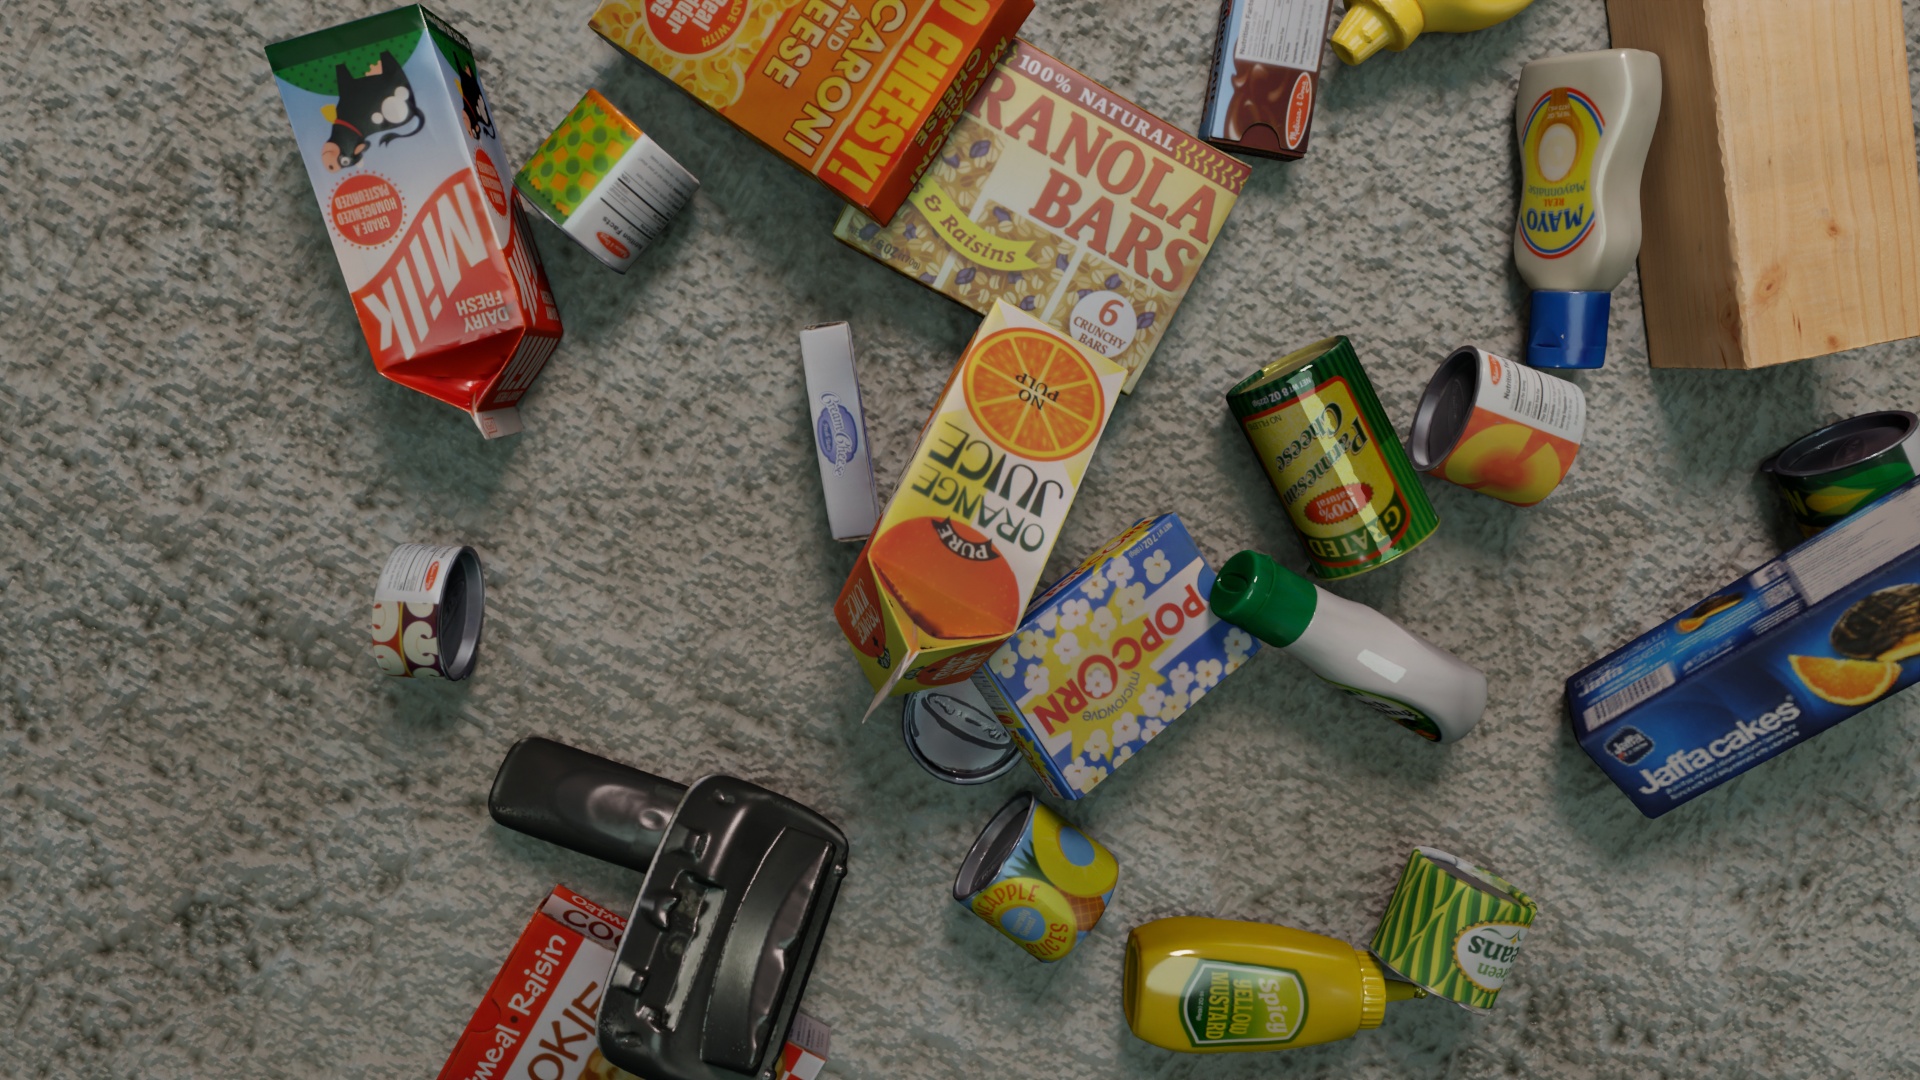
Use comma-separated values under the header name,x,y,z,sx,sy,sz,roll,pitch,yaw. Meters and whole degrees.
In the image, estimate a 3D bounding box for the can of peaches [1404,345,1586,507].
name,x,y,z,sx,sy,sz,roll,pitch,yaw
can of peaches,0.263,-0.054,0.685,0.058,0.071,0.071,19,96,-5

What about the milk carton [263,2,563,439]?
name,x,y,z,sx,sy,sz,roll,pitch,yaw
milk carton,-0.244,-0.140,0.650,0.073,0.072,0.190,-17,98,0

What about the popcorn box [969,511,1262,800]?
name,x,y,z,sx,sy,sz,roll,pitch,yaw
popcorn box,0.074,0.056,0.685,0.127,0.038,0.085,-36,97,-17

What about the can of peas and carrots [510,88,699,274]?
name,x,y,z,sx,sy,sz,roll,pitch,yaw
can of peas and carrots,-0.167,-0.170,0.653,0.071,0.071,0.058,42,94,-7

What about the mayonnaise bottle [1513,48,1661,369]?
name,x,y,z,sx,sy,sz,roll,pitch,yaw
mayonnaise bottle,0.300,-0.158,0.675,0.041,0.065,0.147,-6,101,-32

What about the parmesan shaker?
name,x,y,z,sx,sy,sz,roll,pitch,yaw
parmesan shaker,0.180,-0.040,0.683,0.071,0.071,0.103,-29,97,2

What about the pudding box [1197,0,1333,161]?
name,x,y,z,sx,sy,sz,roll,pitch,yaw
pudding box,0.148,-0.230,0.675,0.050,0.030,0.083,8,97,-4

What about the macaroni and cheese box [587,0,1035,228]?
name,x,y,z,sx,sy,sz,roll,pitch,yaw
macaroni and cheese box,-0.068,-0.240,0.637,0.166,0.040,0.123,36,95,13

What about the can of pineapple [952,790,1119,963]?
name,x,y,z,sx,sy,sz,roll,pitch,yaw
can of pineapple,0.038,0.171,0.702,0.058,0.071,0.071,37,95,-6

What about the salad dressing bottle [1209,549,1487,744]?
name,x,y,z,sx,sy,sz,roll,pitch,yaw
salad dressing bottle,0.191,0.052,0.686,0.147,0.064,0.044,28,88,-18

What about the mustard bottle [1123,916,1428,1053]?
name,x,y,z,sx,sy,sz,roll,pitch,yaw
mustard bottle,0.167,0.232,0.724,0.160,0.049,0.065,2,99,-2

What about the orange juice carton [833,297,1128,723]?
name,x,y,z,sx,sy,sz,roll,pitch,yaw
orange juice carton,0.002,-0.008,0.630,0.073,0.071,0.193,28,61,-5

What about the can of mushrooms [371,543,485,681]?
name,x,y,z,sx,sy,sz,roll,pitch,yaw
can of mushrooms,-0.258,0.036,0.676,0.033,0.071,0.071,4,97,-3

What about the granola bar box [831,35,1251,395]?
name,x,y,z,sx,sy,sz,roll,pitch,yaw
granola bar box,0.038,-0.163,0.675,0.165,0.039,0.124,27,95,-6

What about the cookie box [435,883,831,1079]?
name,x,y,z,sx,sy,sz,roll,pitch,yaw
cookie box,-0.171,0.273,0.721,0.167,0.040,0.123,30,95,-5

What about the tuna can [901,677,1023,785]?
name,x,y,z,sx,sy,sz,roll,pitch,yaw
tuna can,0.004,0.086,0.708,0.071,0.033,0.071,0,97,-2

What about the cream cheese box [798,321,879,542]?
name,x,y,z,sx,sy,sz,roll,pitch,yaw
cream cheese box,-0.058,-0.054,0.677,0.024,0.053,0.103,-9,97,-3

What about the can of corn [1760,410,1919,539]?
name,x,y,z,sx,sy,sz,roll,pitch,yaw
can of corn,0.451,-0.023,0.696,0.071,0.071,0.058,-29,98,2

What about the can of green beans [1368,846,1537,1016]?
name,x,y,z,sx,sy,sz,roll,pitch,yaw
can of green beans,0.253,0.198,0.715,0.071,0.071,0.057,22,96,-5
